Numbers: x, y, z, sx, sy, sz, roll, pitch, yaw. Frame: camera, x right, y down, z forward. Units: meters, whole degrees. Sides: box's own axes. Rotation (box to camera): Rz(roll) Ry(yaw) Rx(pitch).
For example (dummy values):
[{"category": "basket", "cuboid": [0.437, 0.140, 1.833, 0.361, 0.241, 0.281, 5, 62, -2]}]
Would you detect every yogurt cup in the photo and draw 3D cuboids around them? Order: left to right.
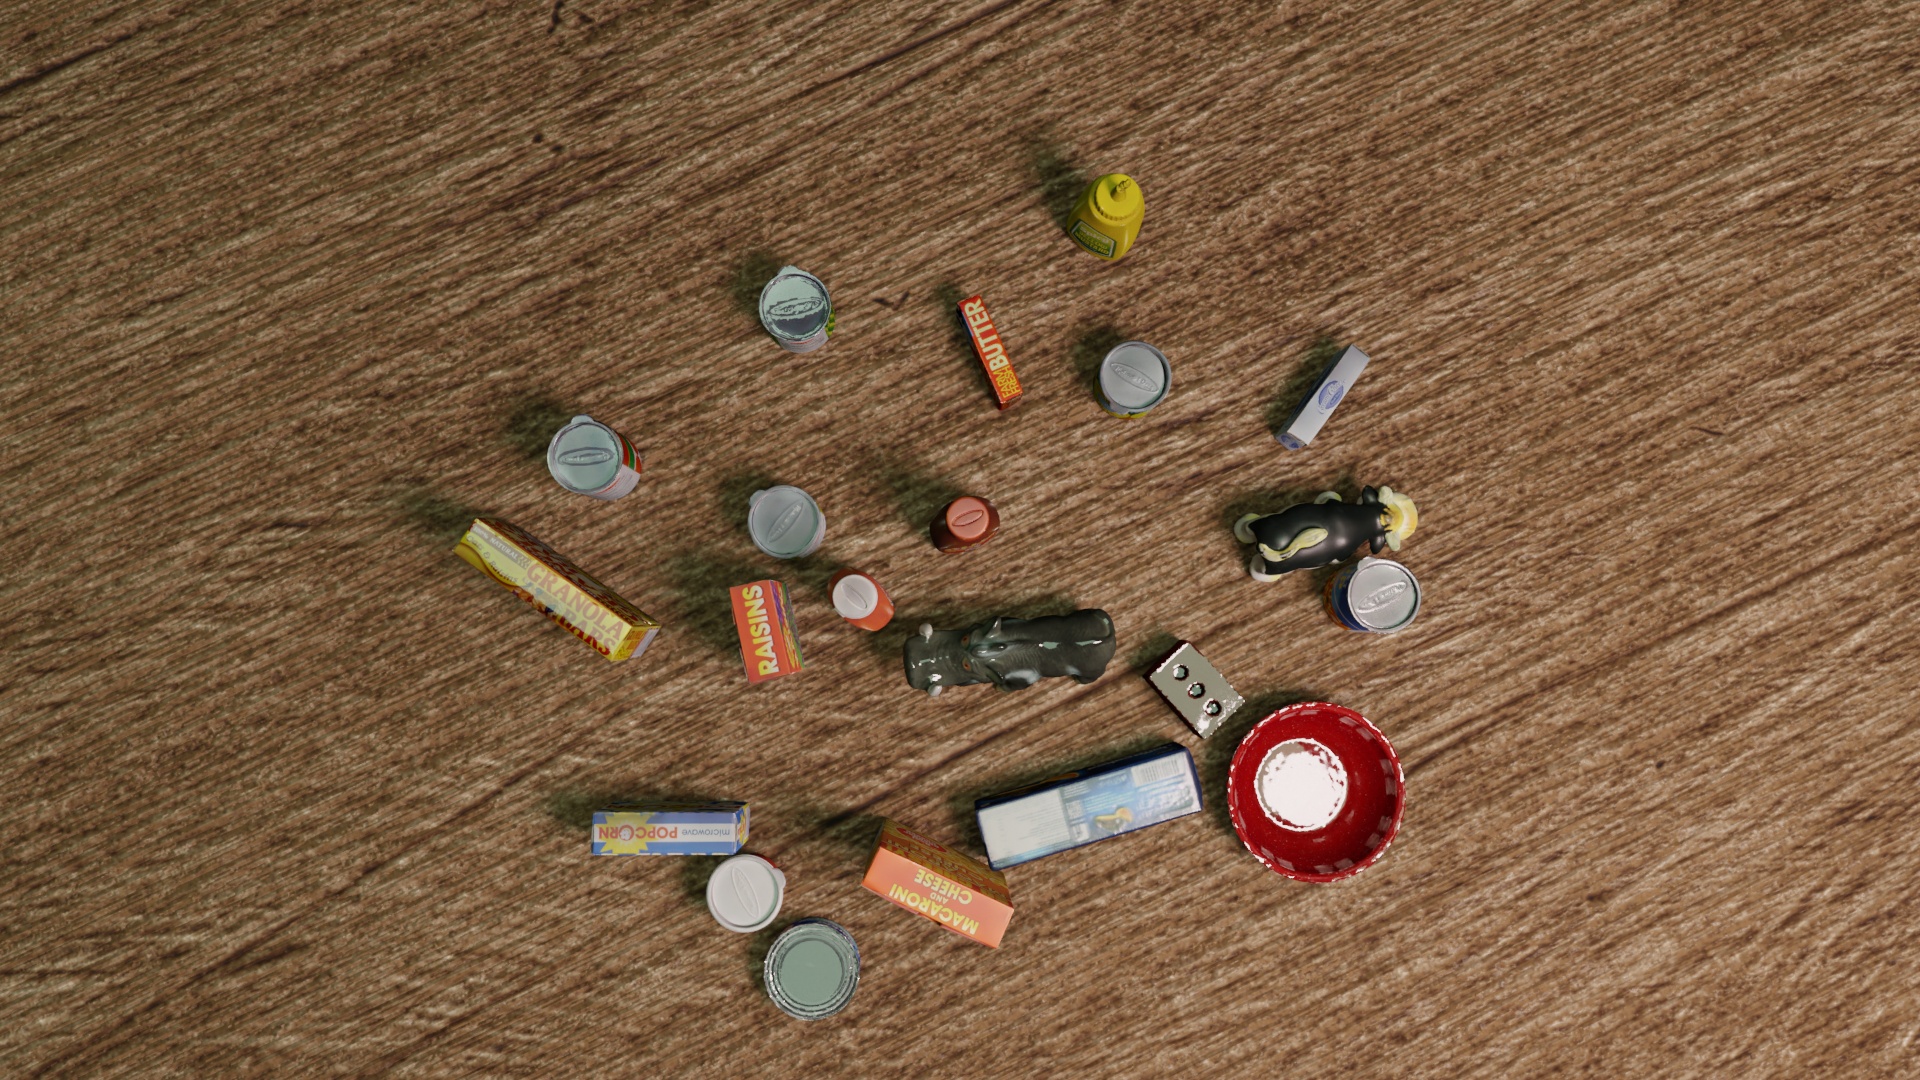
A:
[{"category": "yogurt cup", "cuboid": [-0.191, 0.313, 1.252, 0.072, 0.054, 0.072, 0, 86, -1]}]

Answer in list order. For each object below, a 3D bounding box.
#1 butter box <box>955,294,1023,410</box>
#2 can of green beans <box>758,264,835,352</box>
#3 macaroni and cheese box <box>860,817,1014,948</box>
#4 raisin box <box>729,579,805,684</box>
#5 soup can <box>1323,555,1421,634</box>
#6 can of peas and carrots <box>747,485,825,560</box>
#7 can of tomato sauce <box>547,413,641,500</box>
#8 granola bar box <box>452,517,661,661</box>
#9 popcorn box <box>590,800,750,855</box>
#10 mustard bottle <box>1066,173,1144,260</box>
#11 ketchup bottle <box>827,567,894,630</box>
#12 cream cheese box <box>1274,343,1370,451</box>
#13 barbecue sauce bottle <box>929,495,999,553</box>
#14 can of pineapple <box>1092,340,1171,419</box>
[{"category": "butter box", "cuboid": [0.027, -0.174, 1.289, 0.024, 0.053, 0.103, -24, 87, -2]}, {"category": "can of green beans", "cuboid": [-0.150, -0.211, 1.286, 0.071, 0.058, 0.071, 0, 86, -1]}, {"category": "macaroni and cheese box", "cuboid": [-0.020, 0.294, 1.200, 0.124, 0.166, 0.040, 25, 87, 0]}, {"category": "raisin box", "cuboid": [-0.171, 0.080, 1.233, 0.040, 0.123, 0.086, -12, 87, -2]}, {"category": "soup can", "cuboid": [0.372, 0.049, 1.266, 0.071, 0.083, 0.071, 0, 87, -1]}, {"category": "can of peas and carrots", "cuboid": [-0.160, -0.017, 1.272, 0.071, 0.058, 0.071, 0, 86, -1]}, {"category": "can of tomato sauce", "cuboid": [-0.331, -0.074, 1.260, 0.071, 0.083, 0.071, 0, 87, -1]}, {"category": "granola bar box", "cuboid": [-0.353, 0.043, 1.231, 0.165, 0.124, 0.039, 34, 87, 1]}, {"category": "popcorn box", "cuboid": [-0.256, 0.256, 1.238, 0.127, 0.085, 0.038, 0, 87, -1]}, {"category": "mustard bottle", "cuboid": [0.133, -0.296, 1.246, 0.065, 0.160, 0.049, 31, 87, 1]}, {"category": "ketchup bottle", "cuboid": [-0.090, 0.051, 1.224, 0.065, 0.148, 0.043, 43, 87, 1]}, {"category": "cream cheese box", "cuboid": [0.336, -0.132, 1.293, 0.024, 0.053, 0.104, 37, 86, 1]}, {"category": "barbecue sauce bottle", "cuboid": [0.004, -0.015, 1.230, 0.065, 0.148, 0.043, -21, 87, -2]}, {"category": "can of pineapple", "cuboid": [0.157, -0.146, 1.288, 0.071, 0.058, 0.071, 0, 86, -1]}]
